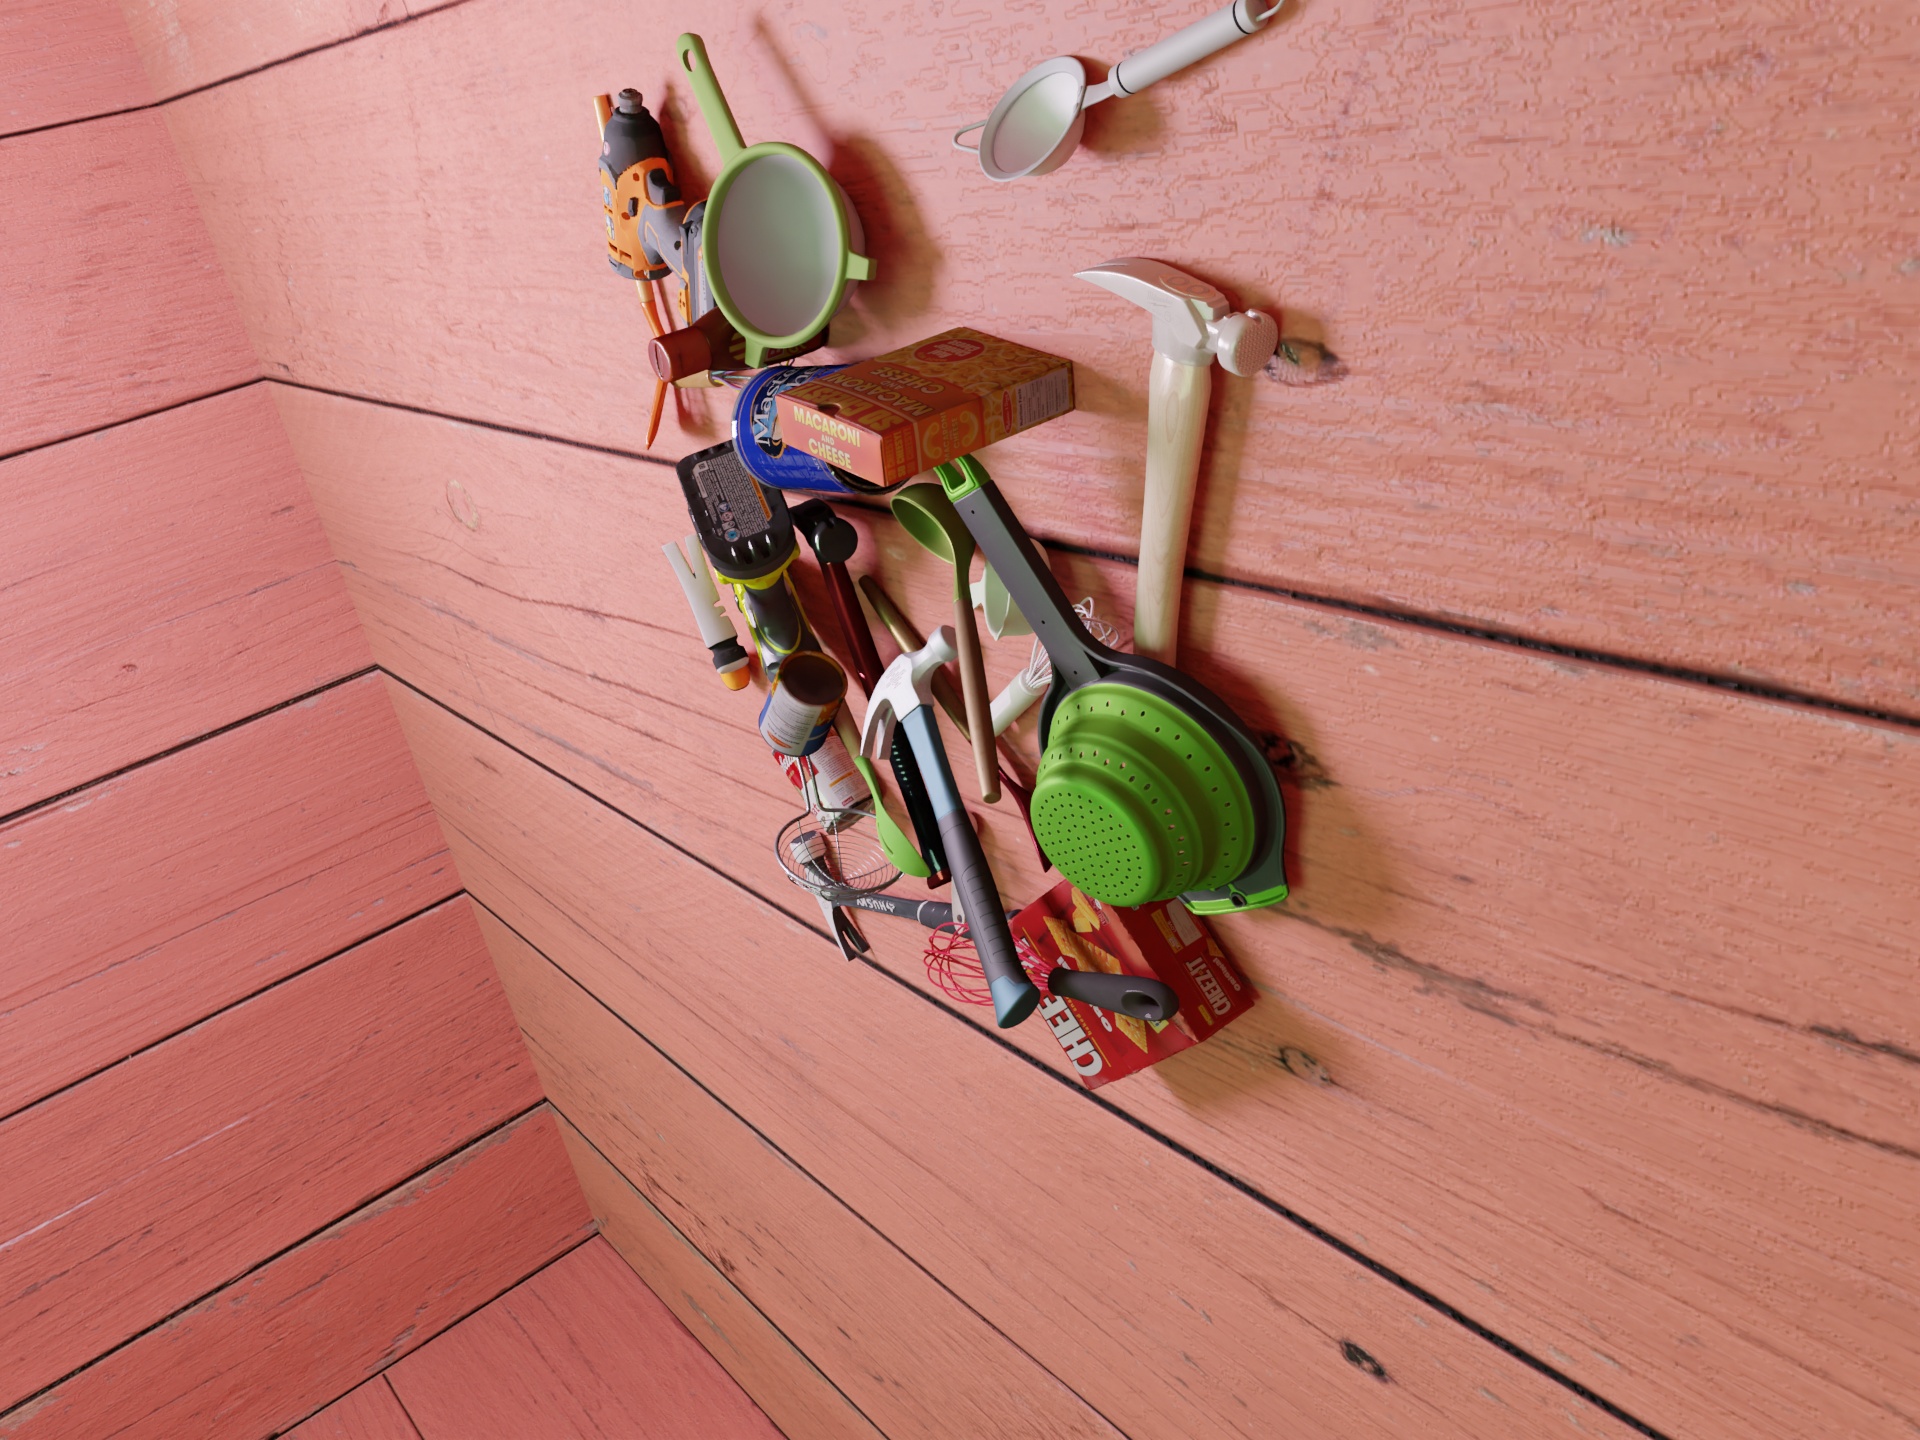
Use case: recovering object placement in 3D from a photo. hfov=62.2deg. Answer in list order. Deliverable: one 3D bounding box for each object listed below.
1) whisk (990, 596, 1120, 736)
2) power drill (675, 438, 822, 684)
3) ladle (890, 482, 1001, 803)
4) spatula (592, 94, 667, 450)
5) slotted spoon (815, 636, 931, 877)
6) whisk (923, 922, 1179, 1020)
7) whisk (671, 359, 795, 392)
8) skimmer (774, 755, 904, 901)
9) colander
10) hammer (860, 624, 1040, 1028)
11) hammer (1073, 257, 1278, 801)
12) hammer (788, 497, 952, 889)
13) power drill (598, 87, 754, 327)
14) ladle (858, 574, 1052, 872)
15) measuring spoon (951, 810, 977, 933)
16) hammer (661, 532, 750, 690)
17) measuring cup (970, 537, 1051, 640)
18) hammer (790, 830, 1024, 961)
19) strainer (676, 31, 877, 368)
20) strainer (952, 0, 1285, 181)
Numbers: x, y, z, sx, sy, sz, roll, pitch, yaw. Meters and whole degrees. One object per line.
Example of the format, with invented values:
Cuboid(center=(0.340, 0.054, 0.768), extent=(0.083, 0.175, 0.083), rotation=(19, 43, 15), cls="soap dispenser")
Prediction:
Cuboid(center=(0.059, -0.033, 1.246), extent=(0.246, 0.059, 0.058), rotation=(133, 143, -63), cls="whisk")
Cuboid(center=(-0.189, -0.149, 1.447), extent=(0.223, 0.080, 0.171), rotation=(82, 165, -64), cls="power drill")
Cuboid(center=(-0.006, -0.061, 1.167), extent=(0.078, 0.062, 0.321), rotation=(53, -159, -44), cls="ladle")
Cuboid(center=(-0.312, -0.421, 1.509), extent=(0.081, 0.041, 0.322), rotation=(-97, -3, -66), cls="spatula")
Cuboid(center=(-0.103, 0.015, 1.499), extent=(0.070, 0.031, 0.314), rotation=(79, 166, -65), cls="slotted spoon")
Cuboid(center=(0.065, 0.206, 1.278), extent=(0.296, 0.073, 0.073), rotation=(1, 115, 52), cls="whisk")
Cuboid(center=(-0.209, -0.317, 1.446), extent=(0.245, 0.051, 0.047), rotation=(17, 107, 57), cls="whisk")
Cuboid(center=(-0.148, 0.001, 1.523), extent=(0.090, 0.127, 0.363), rotation=(-40, 64, 61), cls="skimmer")
Cuboid(center=(0.073, -0.005, 1.105), extent=(0.204, 0.094, 0.397), rotation=(-22, 104, 54), cls="colander")
Cuboid(center=(-0.002, 0.091, 1.304), extent=(0.128, 0.033, 0.331), rotation=(-39, 58, 34), cls="hammer")
Cuboid(center=(0.130, -0.106, 1.083), extent=(0.146, 0.038, 0.410), rotation=(38, 143, 38), cls="hammer")
Cuboid(center=(-0.075, -0.018, 1.461), extent=(0.143, 0.038, 0.386), rotation=(42, 153, 64), cls="hammer")
Cuboid(center=(-0.238, -0.428, 1.354), extent=(0.227, 0.084, 0.164), rotation=(44, 145, 36), cls="power drill")
Cuboid(center=(-0.002, -0.004, 1.381), extent=(0.316, 0.031, 0.069), rotation=(55, 174, 18), cls="ladle")
Cuboid(center=(0.004, 0.140, 1.475), extent=(0.034, 0.018, 0.124), rotation=(23, 119, 49), cls="measuring spoon")
Cuboid(center=(-0.236, -0.083, 1.558), extent=(0.337, 0.034, 0.127), rotation=(120, 126, -81), cls="hammer")
Cuboid(center=(0.034, -0.100, 1.242), extent=(0.167, 0.038, 0.083), rotation=(173, 97, -78), cls="measuring cup")
Cuboid(center=(-0.044, 0.197, 1.607), extent=(0.409, 0.036, 0.149), rotation=(2, 116, 57), cls="hammer")
Cuboid(center=(-0.145, -0.412, 1.227), extent=(0.151, 0.069, 0.256), rotation=(-28, 84, 40), cls="strainer")
Cuboid(center=(0.091, -0.368, 0.926), extent=(0.258, 0.050, 0.087), rotation=(-4, 67, 53), cls="strainer")
